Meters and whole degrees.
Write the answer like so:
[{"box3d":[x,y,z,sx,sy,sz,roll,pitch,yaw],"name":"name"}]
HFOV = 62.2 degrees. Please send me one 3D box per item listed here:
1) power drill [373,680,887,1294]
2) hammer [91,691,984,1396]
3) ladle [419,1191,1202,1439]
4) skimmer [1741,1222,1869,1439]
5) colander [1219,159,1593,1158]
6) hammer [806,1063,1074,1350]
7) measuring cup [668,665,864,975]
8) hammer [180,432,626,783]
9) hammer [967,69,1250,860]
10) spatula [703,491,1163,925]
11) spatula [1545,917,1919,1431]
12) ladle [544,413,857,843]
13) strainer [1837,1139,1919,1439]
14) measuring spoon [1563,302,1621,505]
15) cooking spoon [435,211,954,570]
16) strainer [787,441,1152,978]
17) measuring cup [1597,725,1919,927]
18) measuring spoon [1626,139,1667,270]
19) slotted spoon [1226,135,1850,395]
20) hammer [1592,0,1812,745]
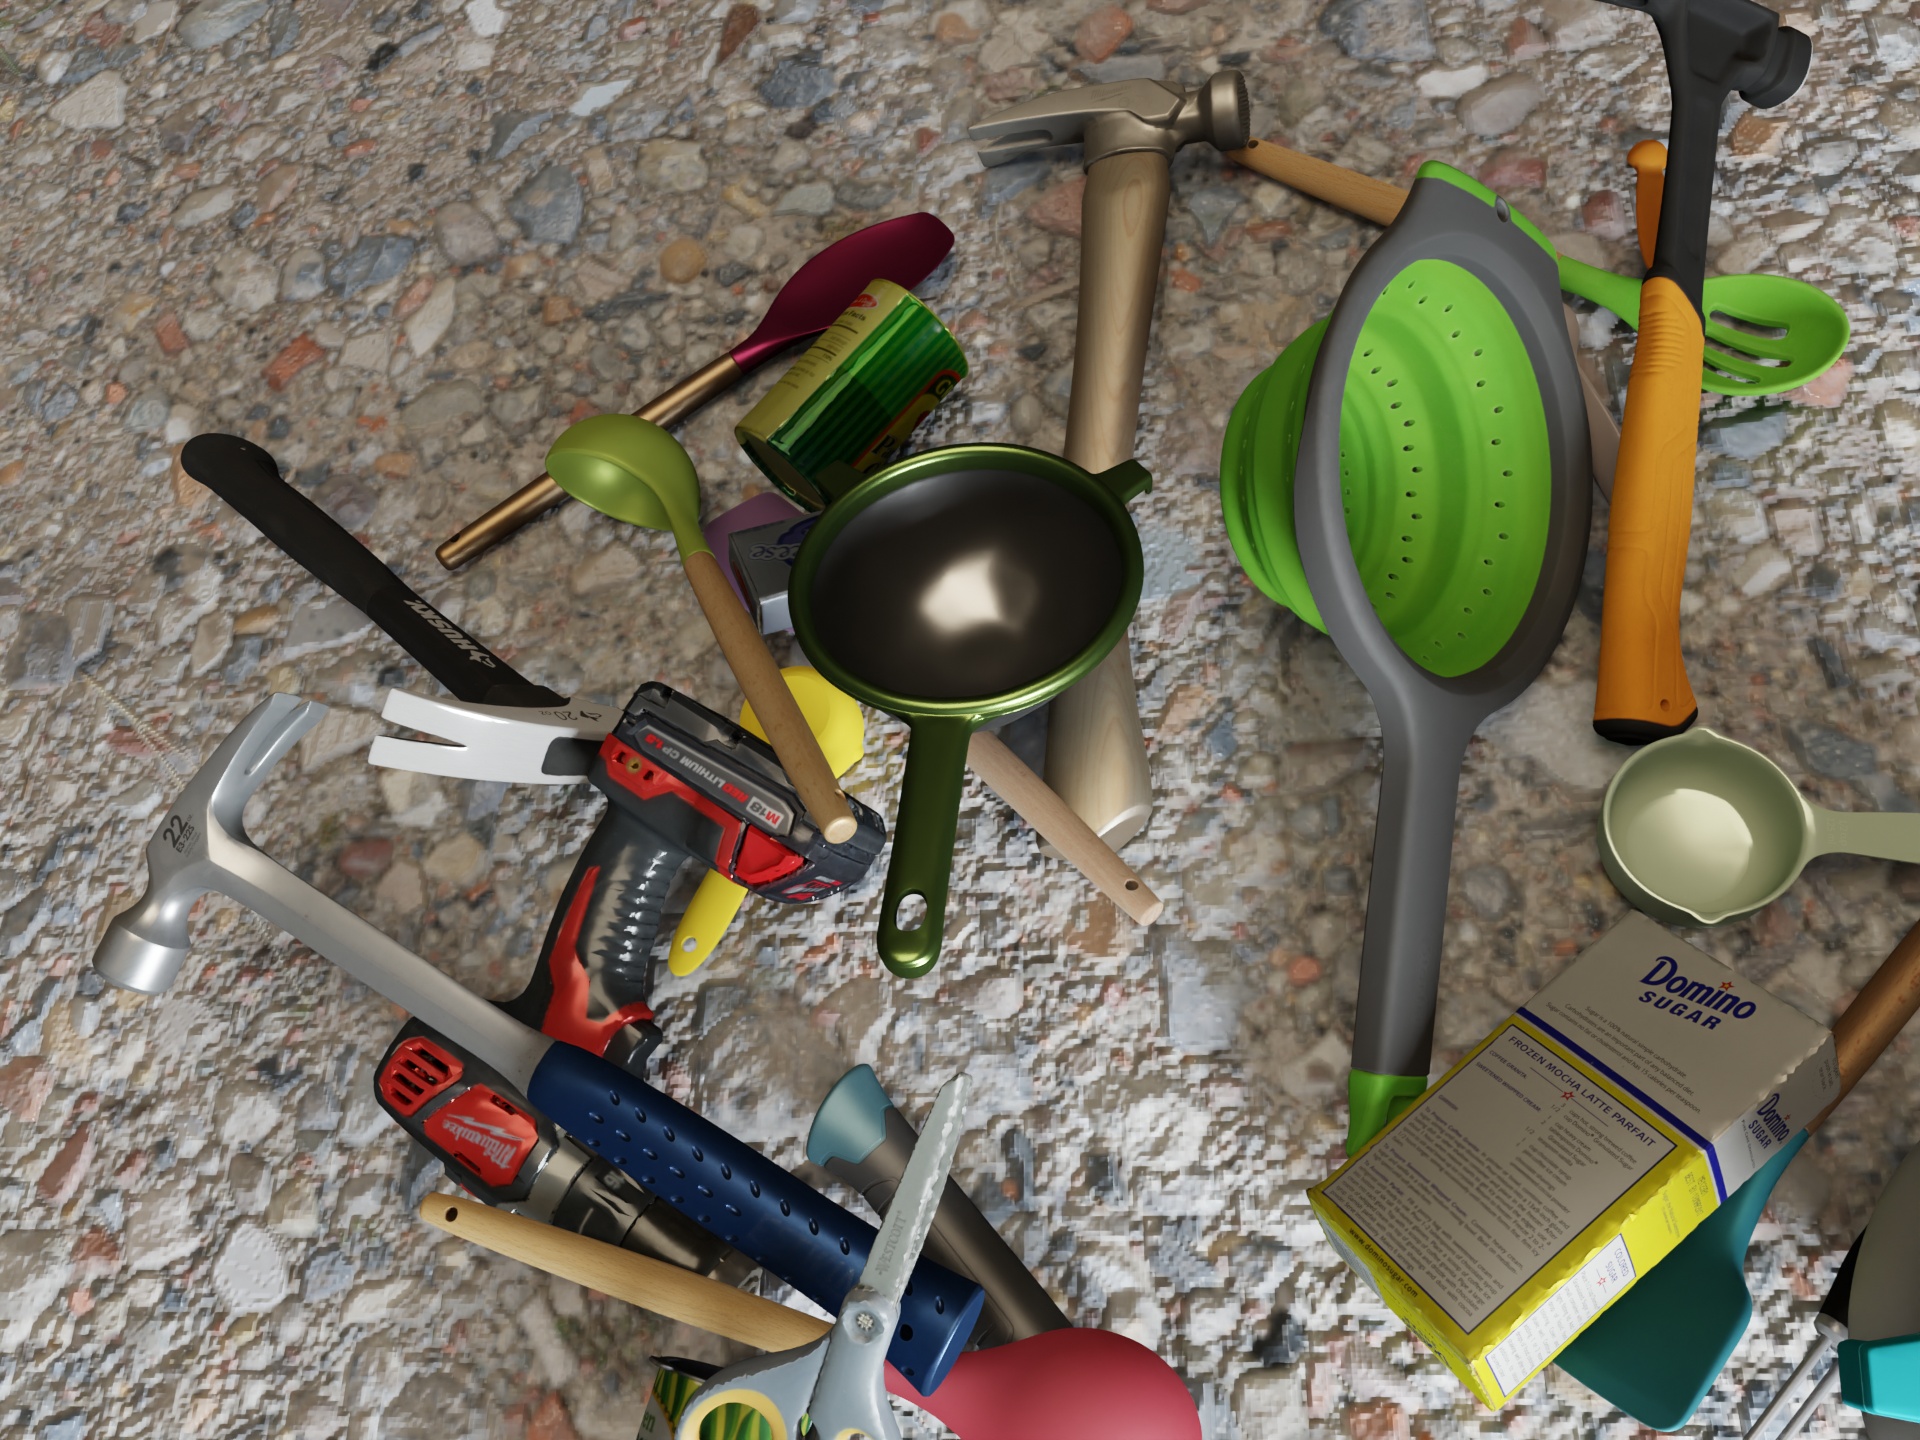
[{"box3d":[-0.121,0.119,0.669,0.188,0.080,0.227,31,87,18],"name":"power drill"},{"box3d":[-0.169,0.127,0.625,0.406,0.035,0.144,27,89,19],"name":"hammer"},{"box3d":[-0.065,0.229,0.599,0.315,0.031,0.069,13,71,14],"name":"ladle"},{"box3d":[0.283,0.265,0.528,0.363,0.090,0.127,-46,102,-12],"name":"skimmer"},{"box3d":[0.167,-0.023,0.669,0.094,0.204,0.397,2,82,48],"name":"colander"},{"box3d":[0.049,0.267,0.605,0.128,0.033,0.331,-41,66,-6],"name":"hammer"},{"box3d":[-0.097,0.044,0.729,0.062,0.029,0.156,20,71,19],"name":"measuring cup"},{"box3d":[-0.289,-0.063,0.773,0.335,0.146,0.035,34,110,31],"name":"hammer"},{"box3d":[0.059,-0.134,0.767,0.146,0.038,0.411,-2,69,20],"name":"hammer"},{"box3d":[-0.021,-0.013,0.724,0.060,0.018,0.316,-34,56,-20],"name":"spatula"},{"box3d":[0.329,0.129,0.600,0.317,0.044,0.082,-45,38,-11],"name":"spatula"},{"box3d":[-0.115,-0.046,0.698,0.062,0.078,0.321,-45,44,11],"name":"ladle"},{"box3d":[0.398,0.252,0.503,0.211,0.095,0.340,-40,92,-22],"name":"strainer"},{"box3d":[0.284,-0.140,0.730,0.018,0.034,0.124,-4,65,-33],"name":"measuring spoon"},{"box3d":[-0.139,-0.173,0.836,0.319,0.017,0.069,-35,52,-4],"name":"cooking spoon"},{"box3d":[-0.001,-0.002,0.661,0.151,0.069,0.257,1,56,10],"name":"strainer"},{"box3d":[0.342,0.050,0.636,0.167,0.038,0.083,4,68,11],"name":"measuring cup"},{"box3d":[0.332,-0.244,0.756,0.021,0.011,0.117,6,51,8],"name":"measuring spoon"},{"box3d":[0.267,-0.230,0.774,0.314,0.031,0.070,30,76,23],"name":"slotted spoon"},{"box3d":[0.299,-0.157,0.683,0.127,0.034,0.337,11,82,-21],"name":"hammer"}]
